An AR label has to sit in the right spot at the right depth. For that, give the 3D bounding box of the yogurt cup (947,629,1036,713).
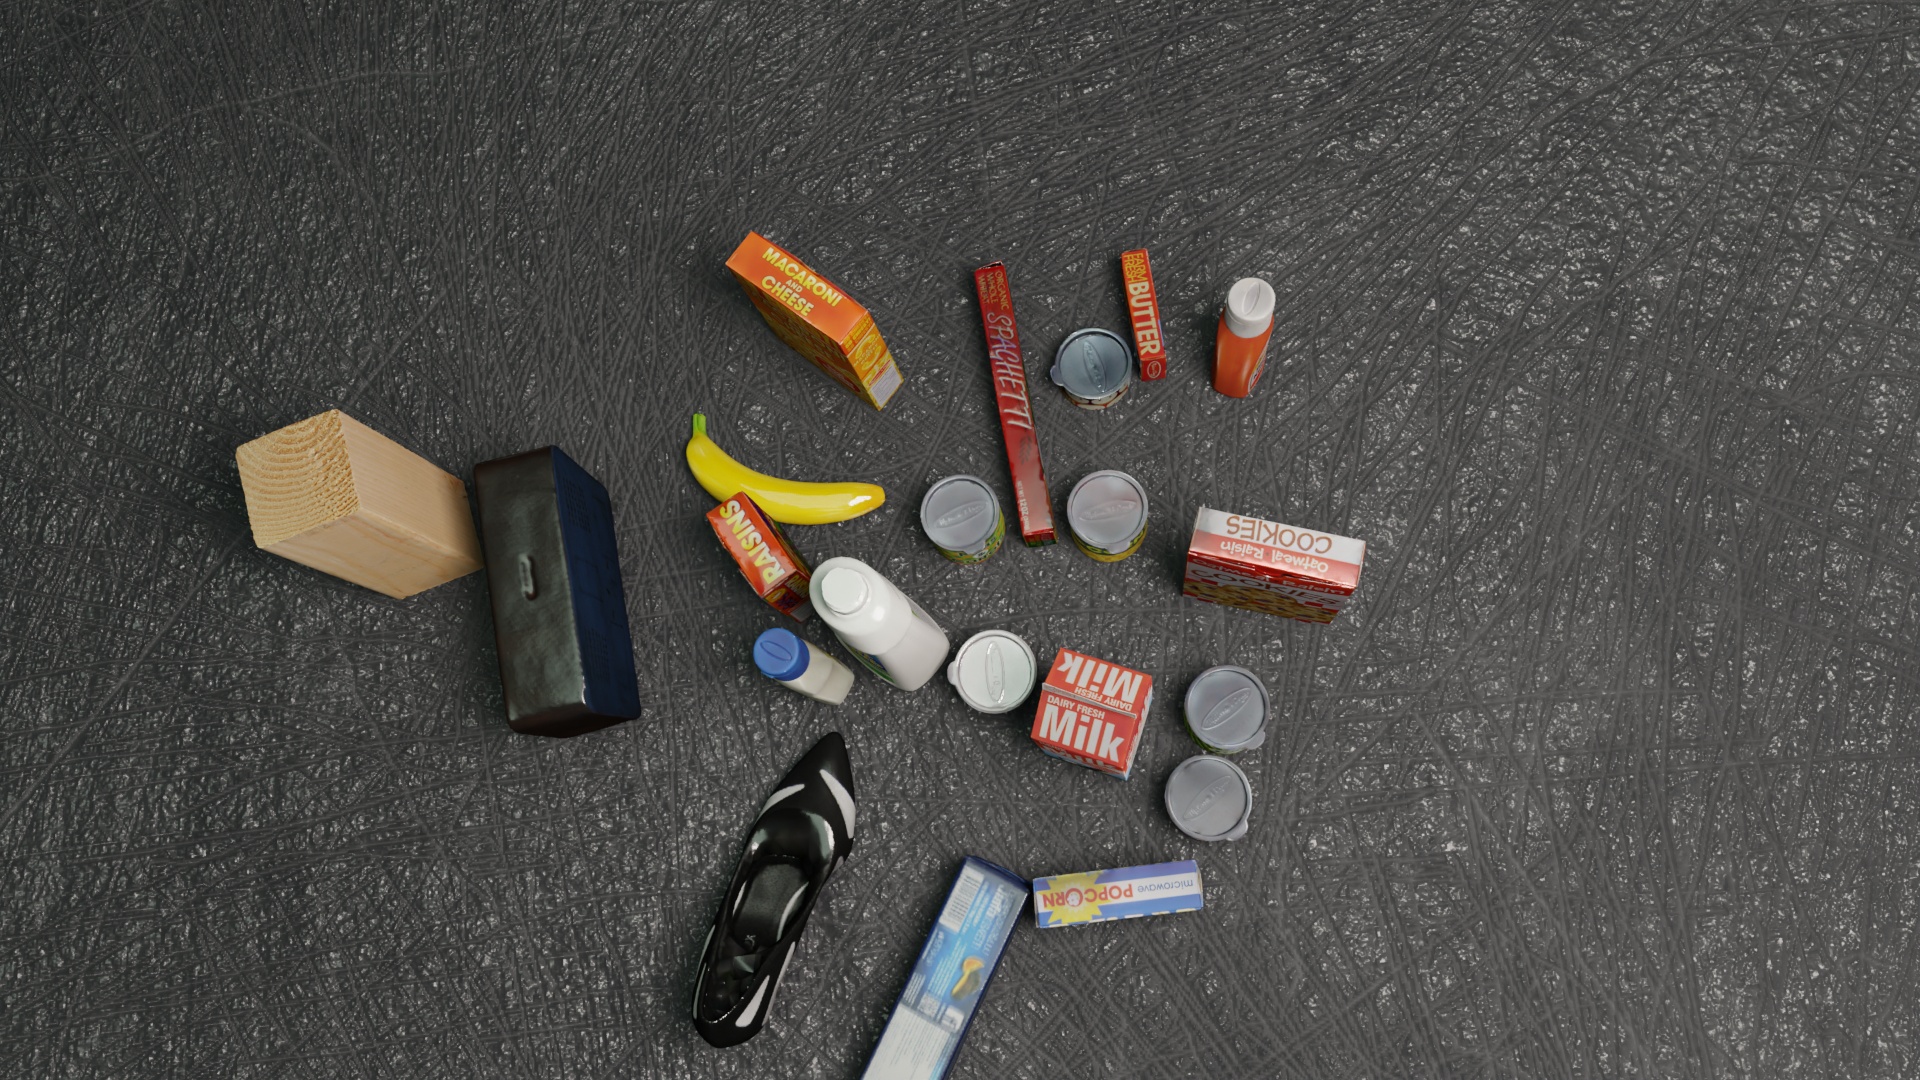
[{"bbox_3d":[0.031,0.111,1.143,0.072,0.054,0.072,-2,76,7],"label":"yogurt cup"}]

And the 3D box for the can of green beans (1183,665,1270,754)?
[{"bbox_3d":[0.212,0.137,1.112,0.071,0.057,0.071,-2,76,7],"label":"can of green beans"}]

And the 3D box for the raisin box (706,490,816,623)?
[{"bbox_3d":[-0.158,0.016,1.155,0.040,0.123,0.086,-35,75,-2],"label":"raisin box"}]

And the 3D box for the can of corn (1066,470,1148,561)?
[{"bbox_3d":[0.124,-0.017,1.161,0.071,0.058,0.071,-2,76,7],"label":"can of corn"}]

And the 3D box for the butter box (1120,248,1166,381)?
[{"bbox_3d":[0.158,-0.195,1.204,0.024,0.053,0.103,-9,75,5],"label":"butter box"}]

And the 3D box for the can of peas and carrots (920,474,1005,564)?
[{"bbox_3d":[0.004,-0.015,1.175,0.071,0.058,0.071,-2,76,7],"label":"can of peas and carrots"}]

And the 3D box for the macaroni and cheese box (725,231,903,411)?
[{"bbox_3d":[-0.120,-0.183,1.177,0.124,0.166,0.040,36,84,14],"label":"macaroni and cheese box"}]

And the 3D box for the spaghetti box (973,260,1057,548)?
[{"bbox_3d":[0.047,-0.118,1.200,0.029,0.050,0.250,-11,75,5],"label":"spaghetti box"}]

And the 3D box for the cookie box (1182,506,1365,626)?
[{"bbox_3d":[0.238,0.024,1.080,0.123,0.167,0.040,12,79,10],"label":"cookie box"}]

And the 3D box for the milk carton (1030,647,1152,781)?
[{"bbox_3d":[0.102,0.133,1.058,0.072,0.190,0.073,17,79,11],"label":"milk carton"}]

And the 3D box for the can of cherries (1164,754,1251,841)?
[{"bbox_3d":[0.196,0.206,1.096,0.071,0.058,0.071,-2,76,7],"label":"can of cherries"}]

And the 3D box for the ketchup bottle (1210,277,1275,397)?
[{"bbox_3d":[0.232,-0.169,1.138,0.043,0.148,0.065,18,80,11],"label":"ketchup bottle"}]

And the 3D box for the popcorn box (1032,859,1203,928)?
[{"bbox_3d":[0.122,0.273,1.075,0.127,0.085,0.038,-8,76,5],"label":"popcorn box"}]

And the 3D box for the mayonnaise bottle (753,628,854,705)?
[{"bbox_3d":[-0.129,0.100,1.117,0.065,0.148,0.041,26,81,13],"label":"mayonnaise bottle"}]

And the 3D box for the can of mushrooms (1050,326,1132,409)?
[{"bbox_3d":[0.114,-0.148,1.208,0.071,0.033,0.071,-2,76,7],"label":"can of mushrooms"}]
